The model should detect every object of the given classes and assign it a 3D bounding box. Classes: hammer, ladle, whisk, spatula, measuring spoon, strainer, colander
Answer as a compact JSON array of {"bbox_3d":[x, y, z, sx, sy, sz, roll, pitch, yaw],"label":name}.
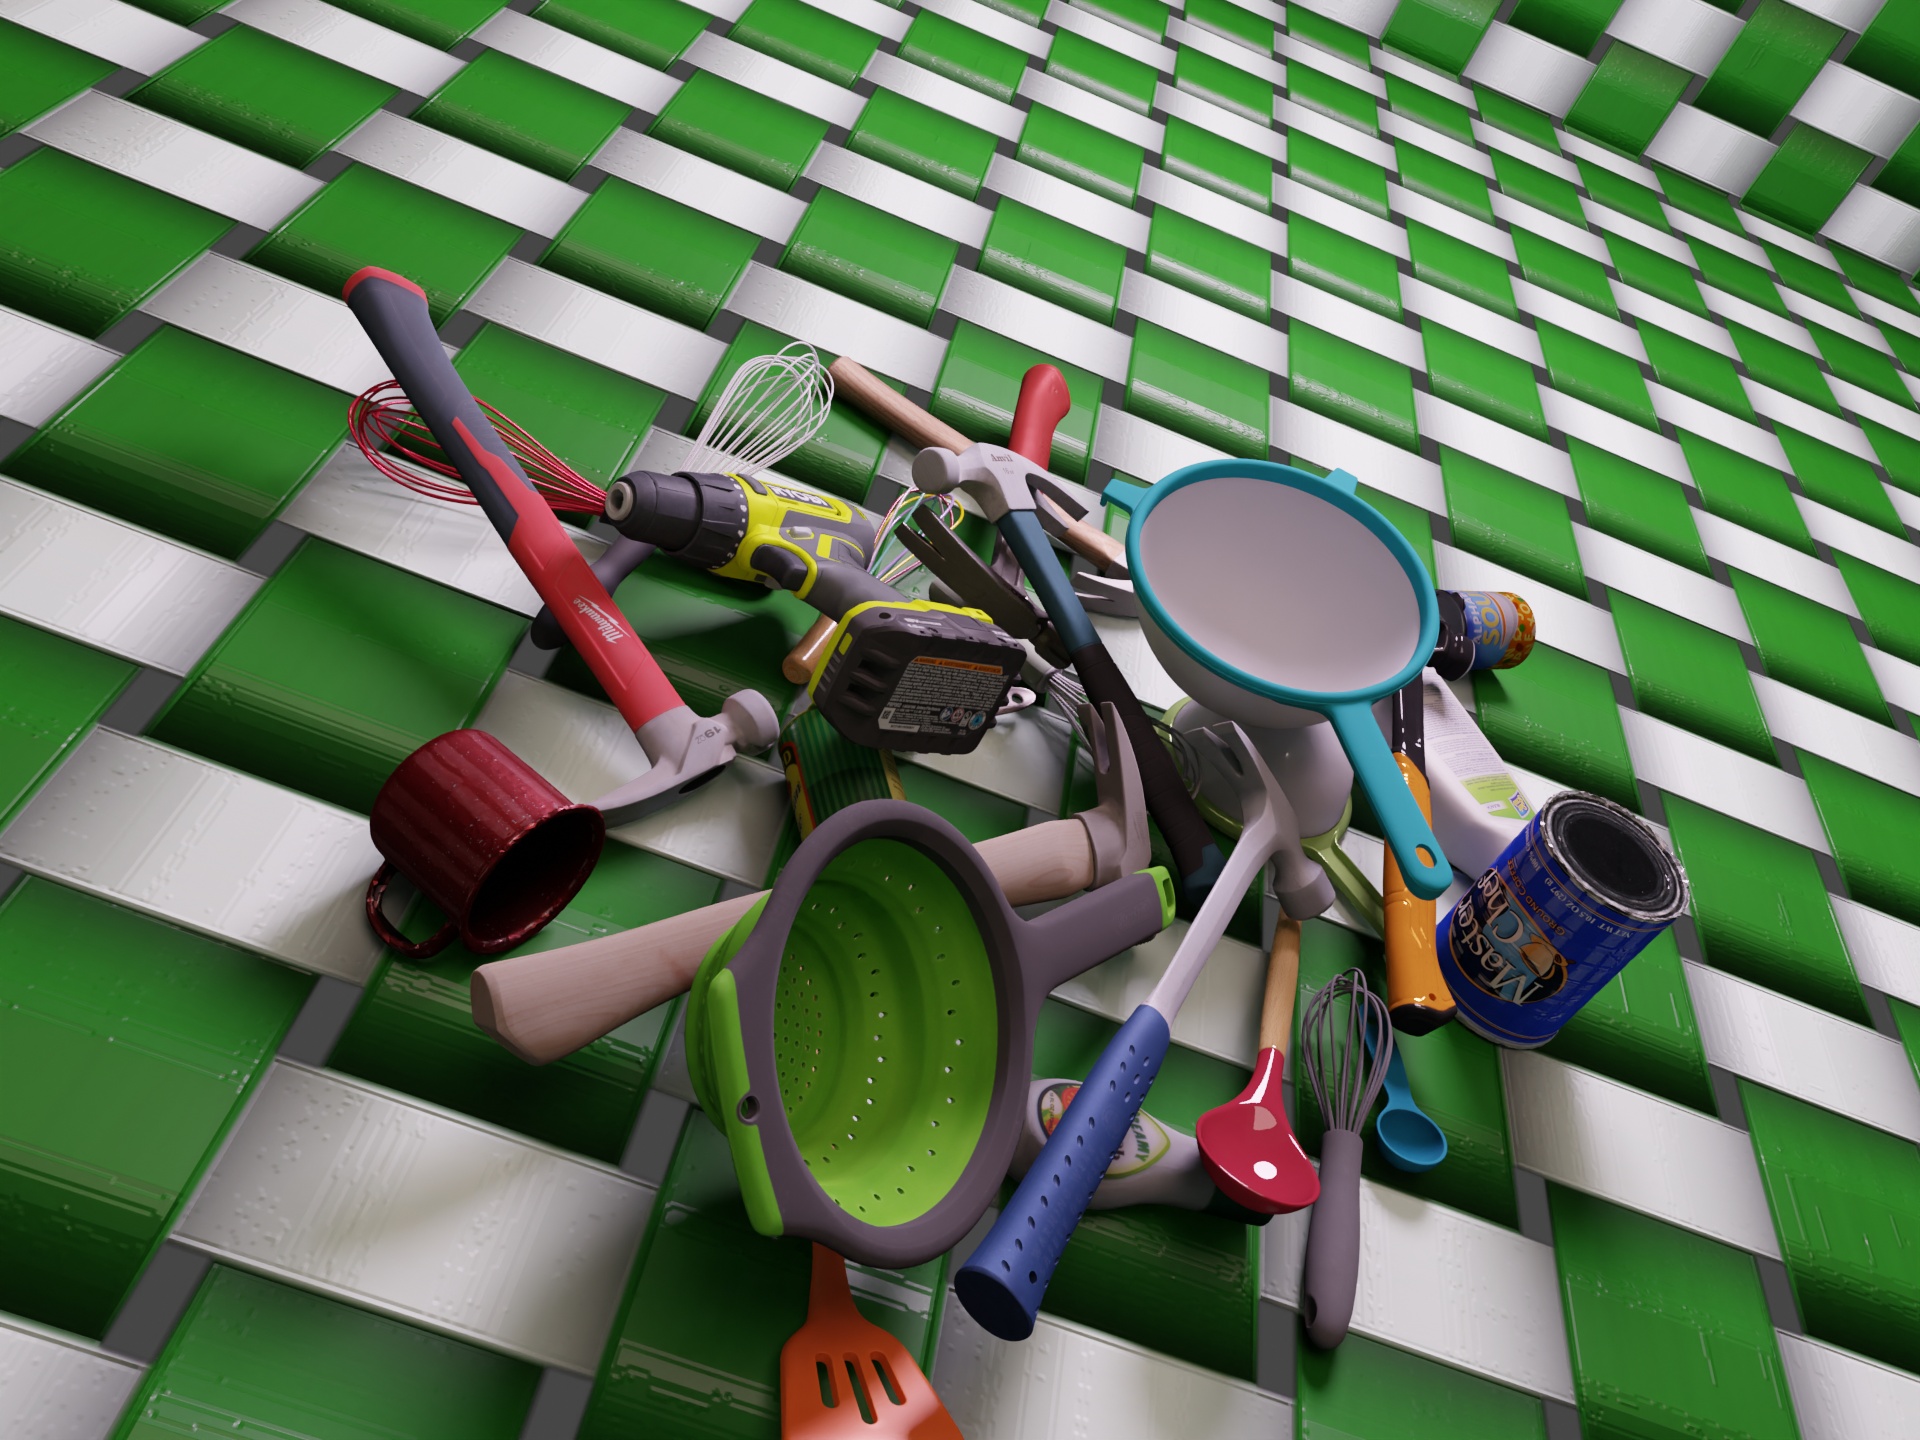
[{"bbox_3d":[-0.056,0.088,0.835,0.410,0.038,0.146,-10,93,-38],"label":"hammer"},{"bbox_3d":[0.085,-0.032,1.009,0.128,0.033,0.331,-11,70,-51],"label":"hammer"},{"bbox_3d":[0.039,-0.182,1.170,0.149,0.036,0.359,39,32,-19],"label":"hammer"},{"bbox_3d":[0.179,0.177,0.912,0.069,0.031,0.315,26,29,3],"label":"ladle"},{"bbox_3d":[0.028,-0.187,1.250,0.331,0.031,0.130,35,41,11],"label":"hammer"},{"bbox_3d":[-0.252,-0.147,1.044,0.295,0.073,0.073,20,40,-18],"label":"whisk"},{"bbox_3d":[-0.066,0.208,0.778,0.081,0.041,0.323,7,43,-20],"label":"spatula"},{"bbox_3d":[0.102,0.148,0.836,0.144,0.035,0.405,61,39,-16],"label":"hammer"},{"bbox_3d":[0.257,0.222,0.956,0.042,0.021,0.129,10,34,-8],"label":"measuring spoon"},{"bbox_3d":[0.217,-0.017,1.020,0.211,0.095,0.341,-6,56,-19],"label":"strainer"},{"bbox_3d":[-0.013,0.131,0.799,0.397,0.094,0.204,-13,93,-55],"label":"colander"},{"bbox_3d":[-0.058,-0.101,1.107,0.047,0.051,0.245,34,44,0],"label":"whisk"},{"bbox_3d":[0.066,-0.023,1.091,0.246,0.059,0.057,41,6,22],"label":"whisk"},{"bbox_3d":[0.211,0.238,0.891,0.055,0.055,0.239,23,45,-4],"label":"whisk"},{"bbox_3d":[-0.002,-0.003,1.049,0.124,0.018,0.034,-11,59,-35],"label":"measuring spoon"},{"bbox_3d":[0.244,0.053,1.080,0.151,0.069,0.257,-11,51,-36],"label":"strainer"},{"bbox_3d":[0.291,0.051,1.054,0.127,0.034,0.337,23,50,-16],"label":"hammer"},{"bbox_3d":[-0.270,-0.111,0.937,0.143,0.038,0.386,-29,76,-32],"label":"hammer"},{"bbox_3d":[-0.177,-0.145,1.027,0.070,0.070,0.285,34,64,9],"label":"whisk"}]

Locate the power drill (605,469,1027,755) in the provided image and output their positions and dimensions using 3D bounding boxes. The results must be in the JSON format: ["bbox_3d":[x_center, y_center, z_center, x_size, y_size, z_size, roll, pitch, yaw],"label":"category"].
[{"bbox_3d":[-0.088,-0.077,0.945,0.190,0.080,0.229,6,29,-50],"label":"power drill"}]
